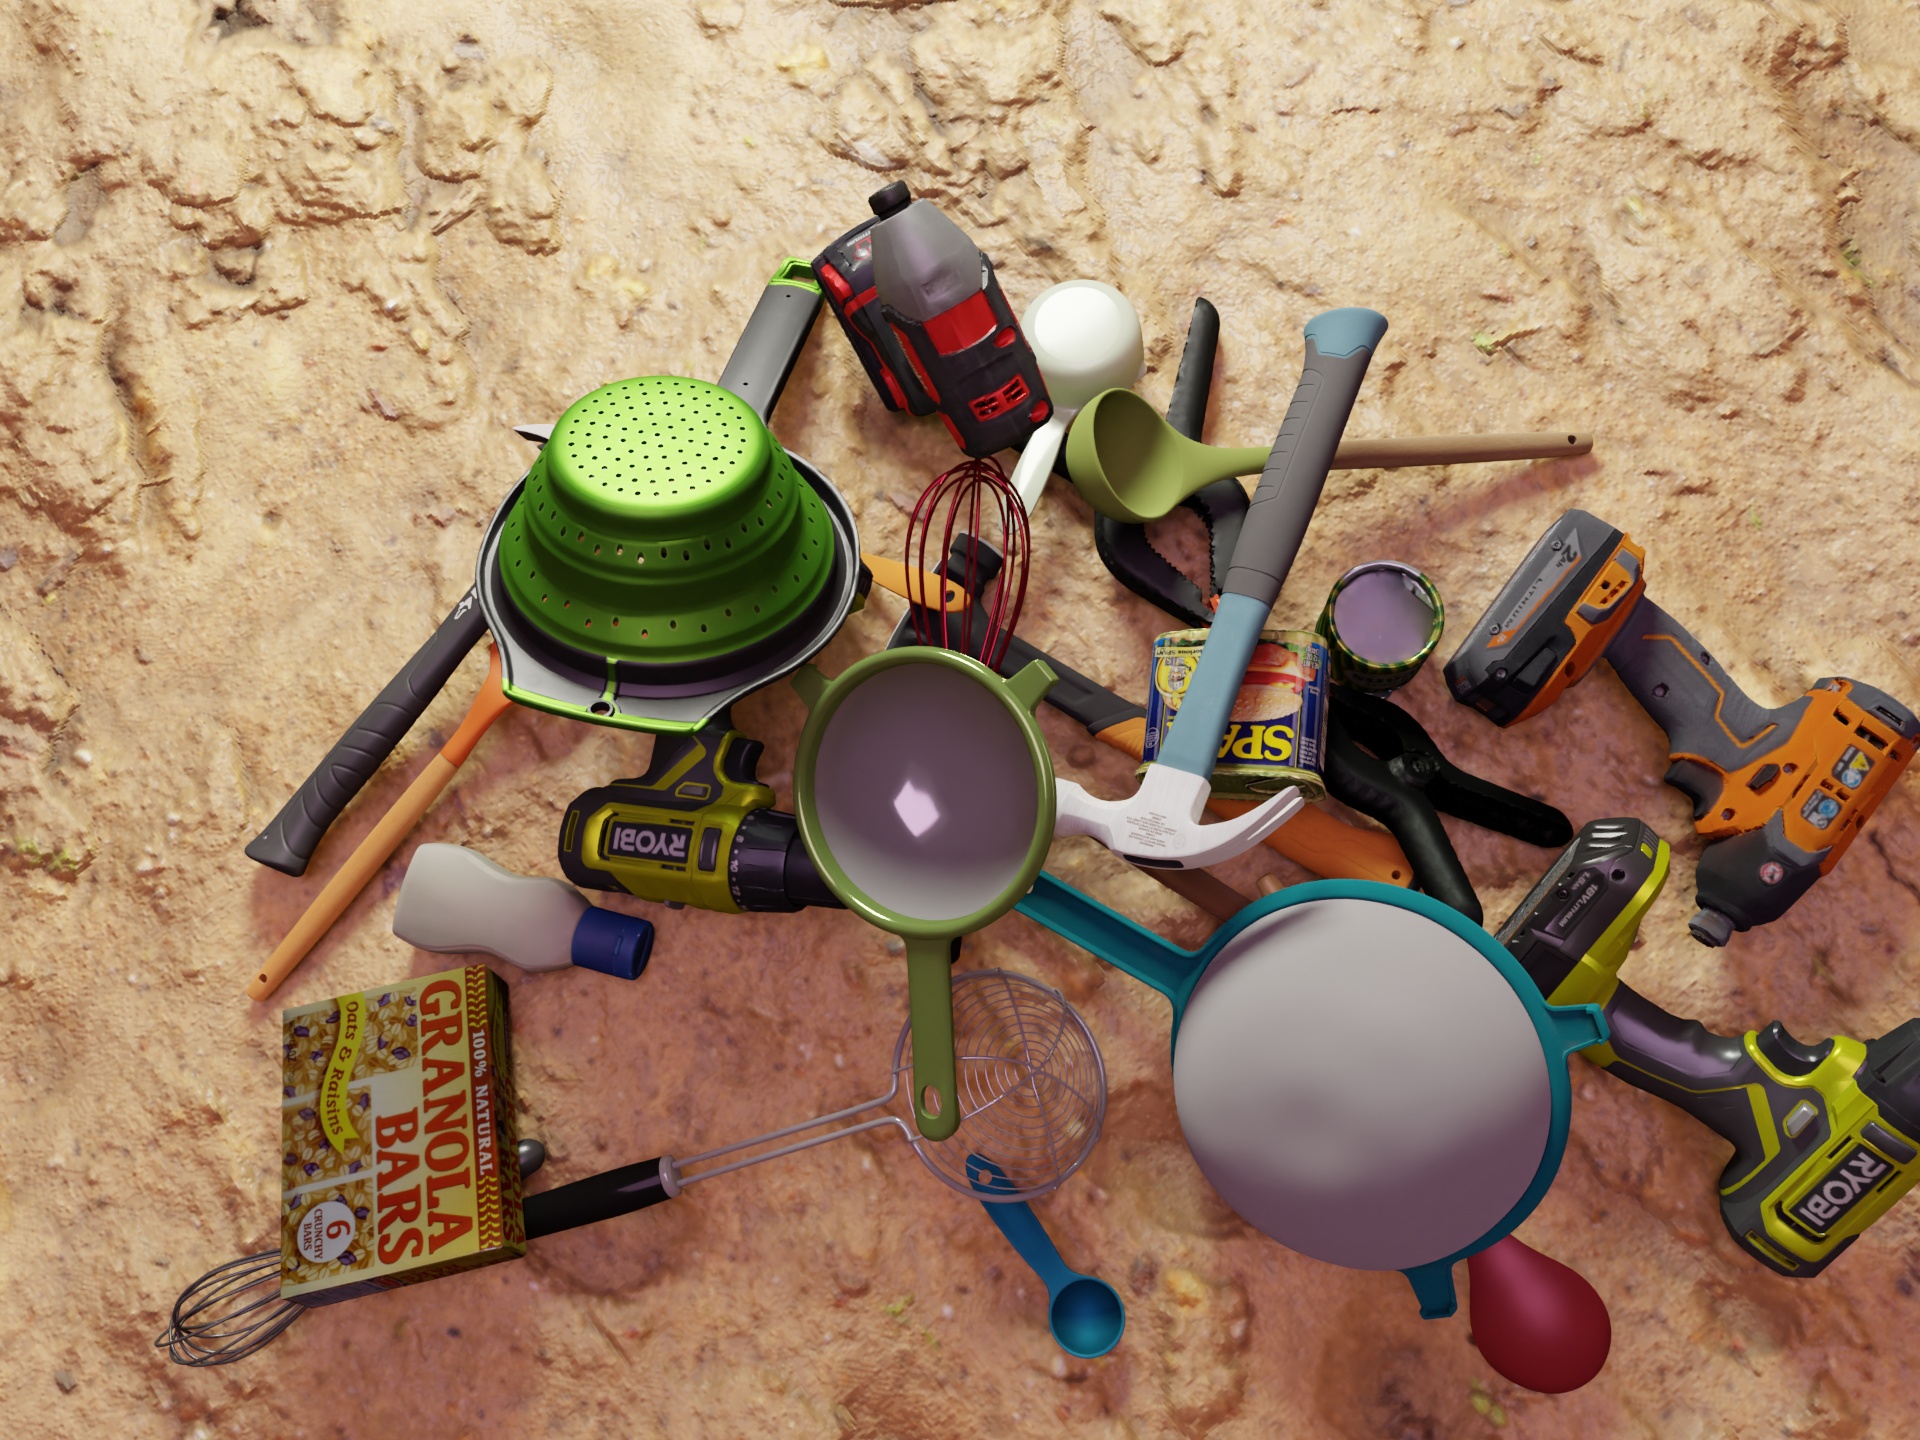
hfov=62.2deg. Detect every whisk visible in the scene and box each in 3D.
[{"bbox_3d":[-0.001,-0.003,0.891,0.073,0.073,0.295,5,102,7],"label":"whisk"},{"bbox_3d":[-0.348,0.301,0.911,0.239,0.055,0.055,-27,77,-4],"label":"whisk"}]

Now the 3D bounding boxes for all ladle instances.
[{"bbox_3d":[0.217,-0.157,0.917,0.320,0.062,0.078,-4,79,-7],"label":"ladle"},{"bbox_3d":[0.246,0.219,0.849,0.069,0.031,0.315,-32,84,10],"label":"ladle"}]

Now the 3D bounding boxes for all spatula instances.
[{"bbox_3d":[-0.324,0.044,0.976,0.081,0.041,0.322,39,89,12],"label":"spatula"}]

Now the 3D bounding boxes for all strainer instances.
[{"bbox_3d":[-0.006,0.088,0.837,0.151,0.069,0.256,0,95,27],"label":"strainer"},{"bbox_3d":[0.140,0.164,0.828,0.340,0.095,0.211,28,110,21],"label":"strainer"}]

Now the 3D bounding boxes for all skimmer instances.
[{"bbox_3d":[-0.098,0.242,0.905,0.363,0.090,0.127,-19,74,12],"label":"skimmer"}]

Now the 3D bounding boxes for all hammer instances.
[{"bbox_3d":[0.156,-0.076,0.850,0.128,0.033,0.331,17,77,25],"label":"hammer"},{"bbox_3d":[-0.320,-0.039,0.967,0.335,0.035,0.146,-50,46,2],"label":"hammer"},{"bbox_3d":[0.110,0.020,0.926,0.337,0.034,0.127,30,82,11],"label":"hammer"}]

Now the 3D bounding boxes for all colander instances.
[{"bbox_3d":[-0.137,-0.172,0.877,0.204,0.094,0.397,11,50,5],"label":"colander"}]

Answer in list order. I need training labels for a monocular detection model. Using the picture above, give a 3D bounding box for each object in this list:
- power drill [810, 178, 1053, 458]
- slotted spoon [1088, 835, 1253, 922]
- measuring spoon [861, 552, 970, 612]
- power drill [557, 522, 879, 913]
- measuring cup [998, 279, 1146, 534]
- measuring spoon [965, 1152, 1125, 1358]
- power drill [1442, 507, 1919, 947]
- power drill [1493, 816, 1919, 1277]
[{"bbox_3d":[-0.020,-0.230,0.888,0.078,0.220,0.143,-30,110,-1],"label":"power drill"},{"bbox_3d":[0.152,0.108,0.891,0.314,0.031,0.070,33,88,7],"label":"slotted spoon"},{"bbox_3d":[-0.039,-0.087,0.952,0.117,0.011,0.021,25,81,37],"label":"measuring spoon"},{"bbox_3d":[-0.123,-0.001,0.922,0.190,0.080,0.228,5,79,21],"label":"power drill"},{"bbox_3d":[0.055,-0.188,0.940,0.083,0.038,0.168,18,73,14],"label":"measuring cup"},{"bbox_3d":[0.045,0.295,0.887,0.042,0.021,0.129,-39,68,-2],"label":"measuring spoon"},{"bbox_3d":[0.386,0.007,0.877,0.226,0.084,0.164,37,85,9],"label":"power drill"},{"bbox_3d":[0.392,0.157,0.817,0.223,0.080,0.171,36,118,13],"label":"power drill"}]
